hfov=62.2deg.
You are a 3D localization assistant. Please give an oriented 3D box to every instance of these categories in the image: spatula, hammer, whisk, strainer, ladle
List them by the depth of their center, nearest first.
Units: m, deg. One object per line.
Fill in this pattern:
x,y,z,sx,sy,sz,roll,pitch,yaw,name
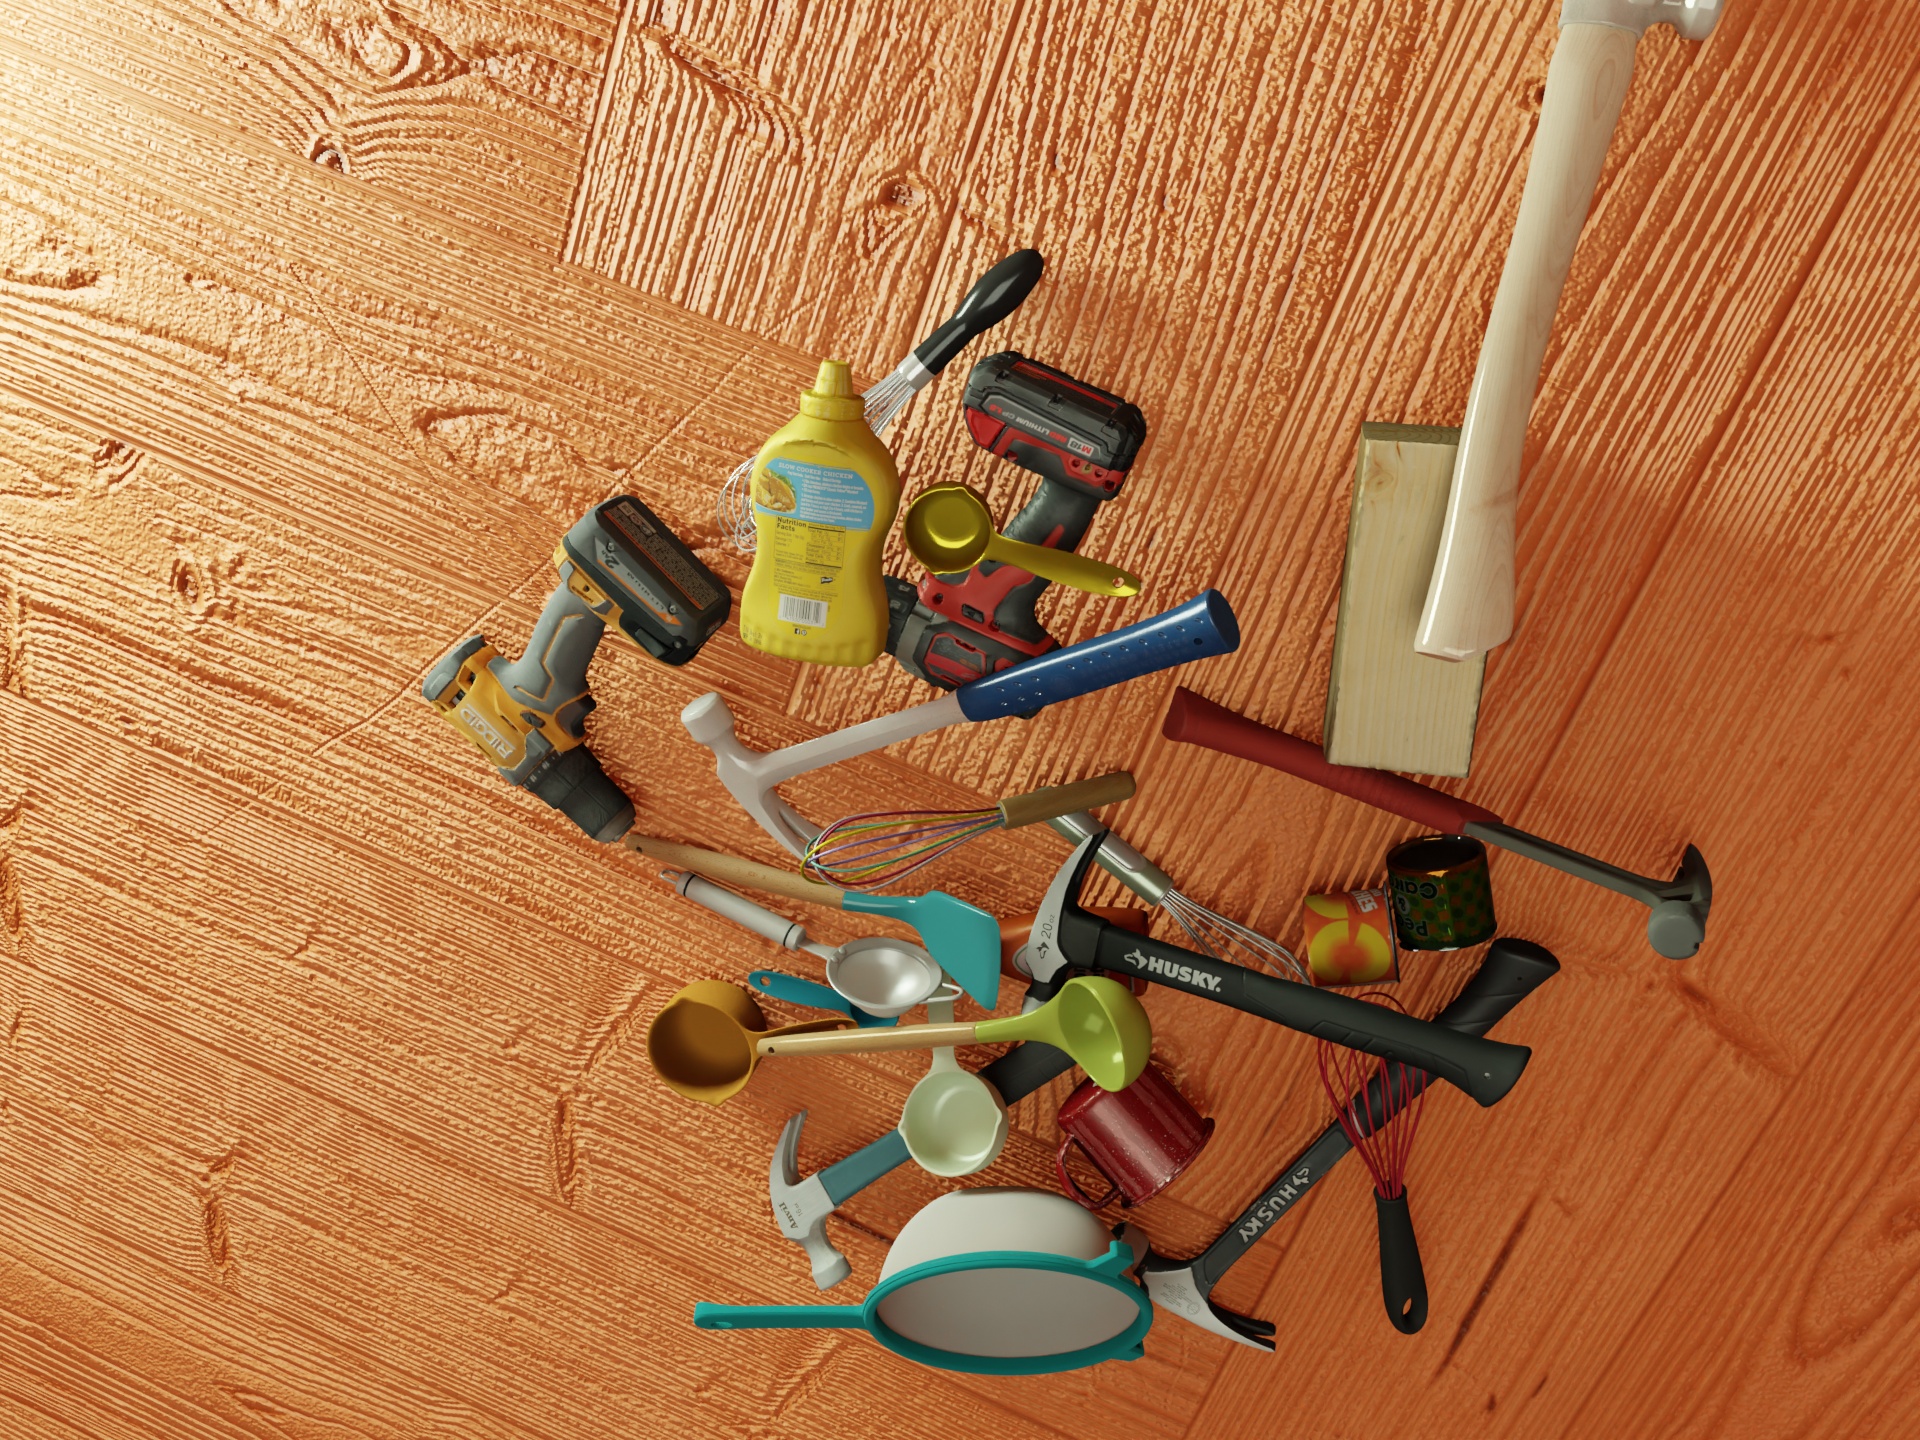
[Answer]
0.314,-0.238,0.909,0.146,0.038,0.410,14,91,9,hammer
0.307,0.053,1.048,0.359,0.149,0.036,22,111,17,hammer
0.203,0.177,1.053,0.335,0.035,0.146,15,101,24,hammer
-0.052,-0.210,1.060,0.284,0.070,0.070,-40,96,16,whisk
-0.002,-0.003,1.063,0.405,0.035,0.144,-18,116,32,hammer
0.007,0.072,1.089,0.245,0.051,0.047,-13,112,-18,whisk
-0.015,0.224,1.110,0.320,0.062,0.078,-10,99,27,ladle
0.298,0.315,1.116,0.073,0.073,0.295,-8,113,15,whisk
0.150,0.127,1.128,0.246,0.058,0.059,38,147,3,whisk
0.282,0.308,1.162,0.149,0.036,0.409,37,111,-2,hammer
-0.112,0.130,1.169,0.317,0.044,0.082,13,122,17,spatula
-0.028,0.408,1.190,0.340,0.095,0.210,-3,138,7,strainer
-0.117,0.167,1.192,0.258,0.087,0.050,24,121,16,strainer
-0.011,0.305,1.215,0.331,0.033,0.128,-35,80,16,hammer

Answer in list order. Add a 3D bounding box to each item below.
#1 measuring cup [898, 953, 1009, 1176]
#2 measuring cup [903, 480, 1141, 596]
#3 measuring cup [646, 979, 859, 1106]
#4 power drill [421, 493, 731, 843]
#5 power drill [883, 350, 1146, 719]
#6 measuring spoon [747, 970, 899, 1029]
-0.005,0.253,1.182,0.083,0.038,0.168,-13,68,21,measuring cup
0.040,-0.110,1.011,0.156,0.029,0.062,17,118,-5,measuring cup
-0.154,0.238,1.229,0.173,0.052,0.095,-11,105,14,measuring cup
-0.263,-0.028,1.153,0.185,0.084,0.226,46,115,-5,power drill
0.007,-0.128,1.062,0.188,0.080,0.226,25,114,4,power drill
-0.103,0.210,1.230,0.129,0.021,0.042,10,105,19,measuring spoon
